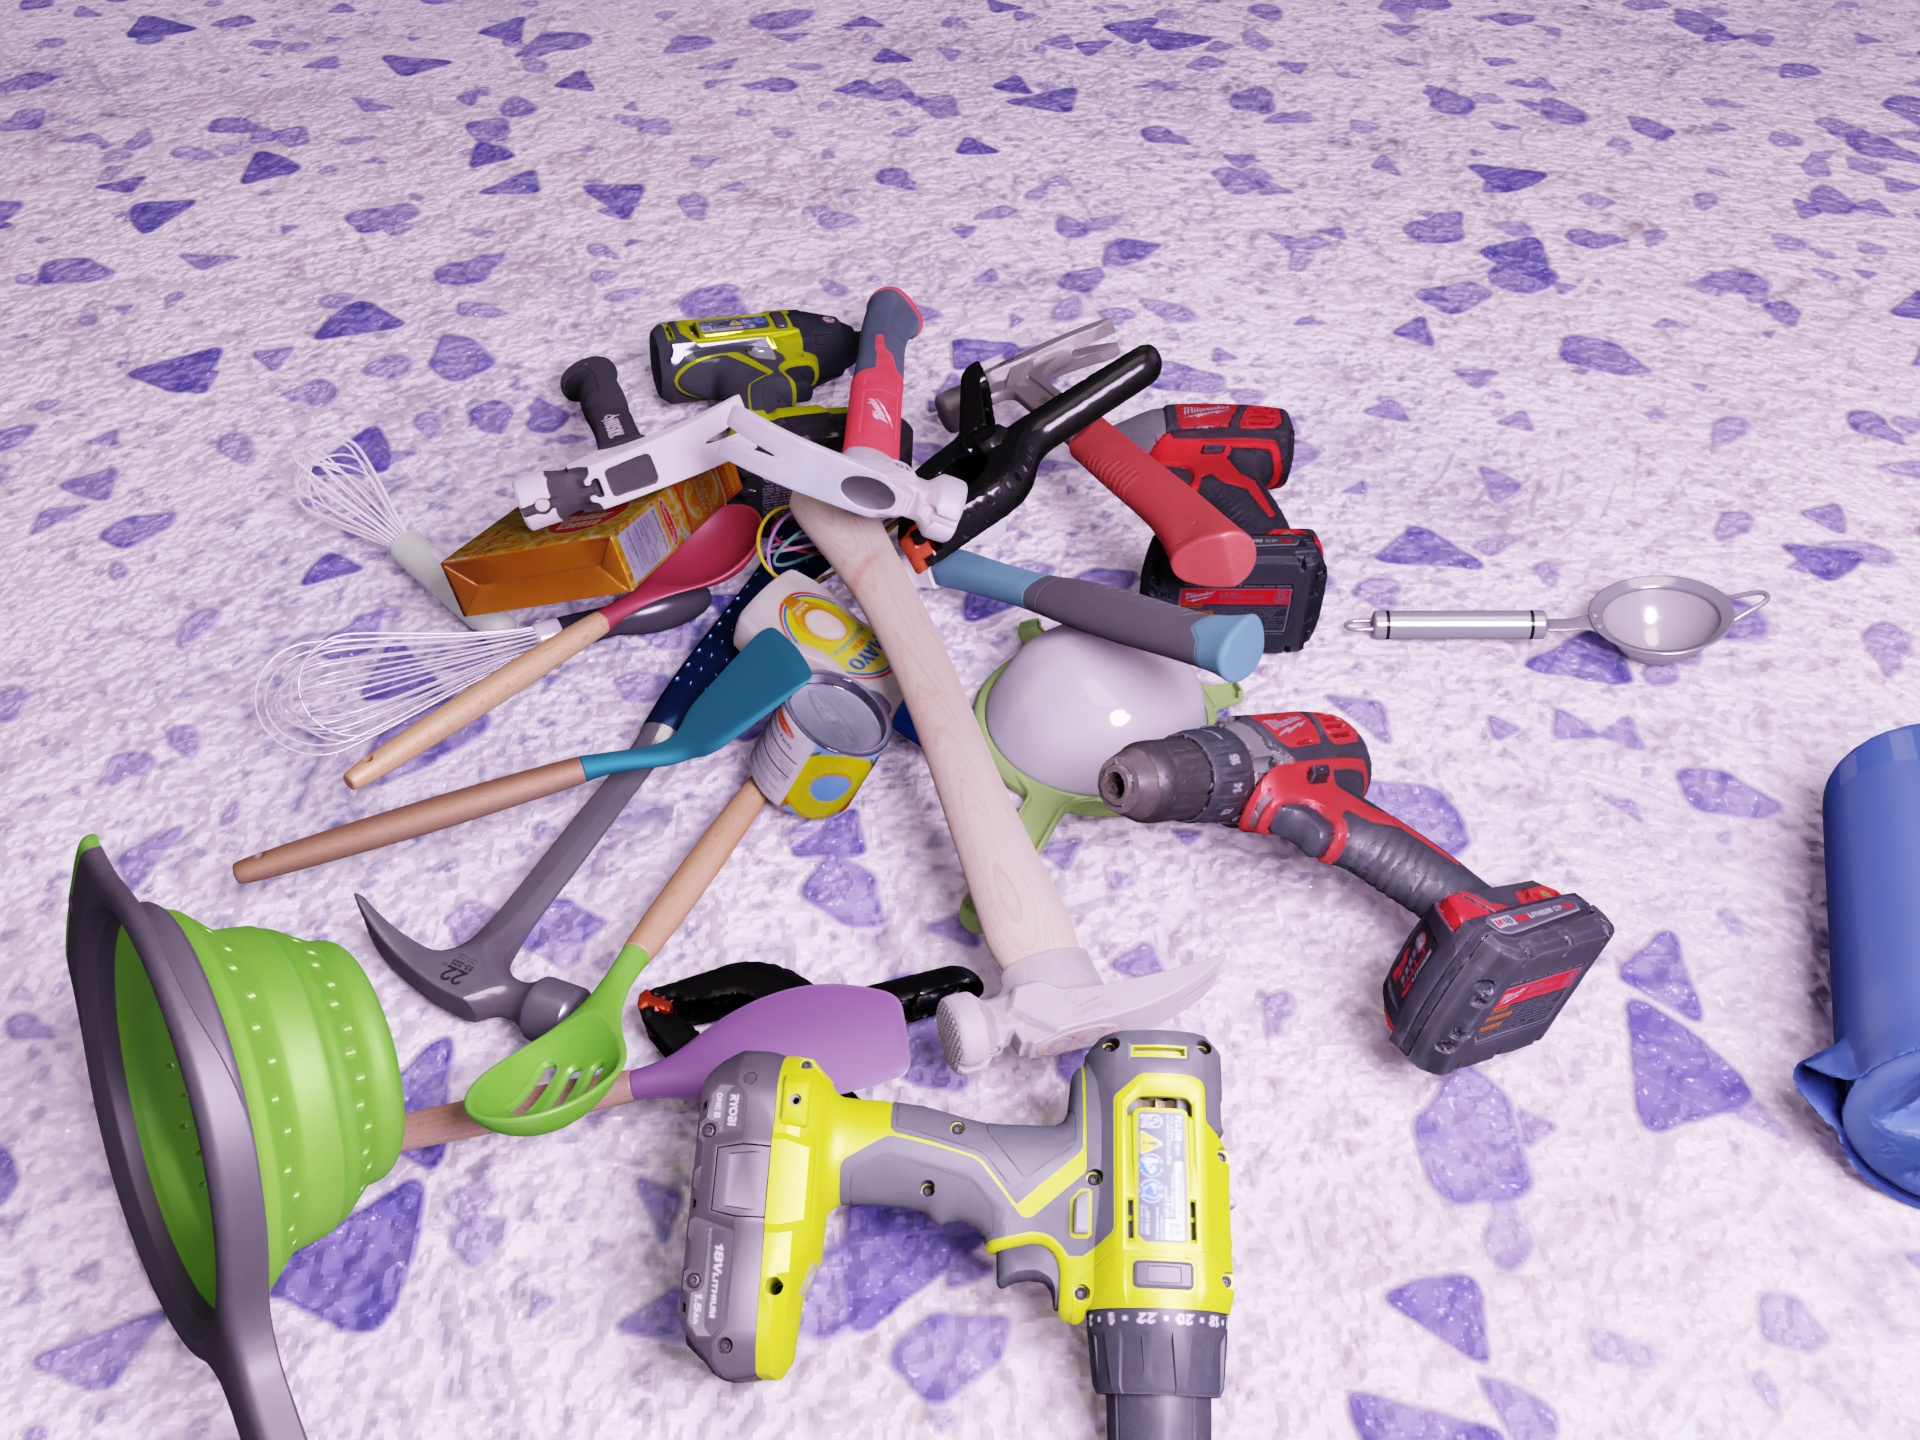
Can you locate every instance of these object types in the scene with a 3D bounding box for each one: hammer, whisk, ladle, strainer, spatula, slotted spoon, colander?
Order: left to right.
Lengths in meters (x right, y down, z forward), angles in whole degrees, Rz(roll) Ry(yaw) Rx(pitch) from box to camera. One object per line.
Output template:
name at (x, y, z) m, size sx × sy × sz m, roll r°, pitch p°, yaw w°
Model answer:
colander at (-0.265, 0.223, 0.657) m, size 0.094 × 0.204 × 0.397 m, roll -12°, pitch 61°, yaw -39°
whisk at (-0.376, -0.121, 1.069) m, size 0.246 × 0.057 × 0.059 m, roll 37°, pitch 89°, yaw 26°
whisk at (-0.286, -0.042, 0.984) m, size 0.284 × 0.070 × 0.070 m, roll -18°, pitch 47°, yaw -25°
spatula at (-0.235, 0.024, 0.869) m, size 0.317 × 0.044 × 0.082 m, roll -18°, pitch 31°, yaw -17°
ladle at (-0.234, -0.047, 0.952) m, size 0.069 × 0.031 × 0.315 m, roll 20°, pitch 44°, yaw 33°
spatula at (-0.181, 0.176, 0.755) m, size 0.316 × 0.018 × 0.060 m, roll -12°, pitch 54°, yaw -1°
hammer at (-0.234, -0.208, 1.085) m, size 0.146 × 0.035 × 0.335 m, roll -21°, pitch 26°, yaw -8°
hammer at (-0.187, 0.012, 0.940) m, size 0.144 × 0.035 × 0.406 m, roll 16°, pitch 46°, yaw 15°
slotted spoon at (-0.153, 0.105, 0.817) m, size 0.070 × 0.031 × 0.314 m, roll -3°, pitch 30°, yaw 21°
hammer at (-0.070, -0.230, 1.063) m, size 0.143 × 0.038 × 0.387 m, roll 19°, pitch 28°, yaw -11°
whisk at (-0.046, -0.146, 1.073) m, size 0.047 × 0.051 × 0.245 m, roll 44°, pitch 44°, yaw 17°
hammer at (-0.001, -0.003, 0.879) m, size 0.146 × 0.038 × 0.411 m, roll -11°, pitch 53°, yaw -18°
hammer at (0.058, -0.075, 0.950) m, size 0.128 × 0.033 × 0.331 m, roll -32°, pitch 29°, yaw -24°
strainer at (0.060, 0.014, 0.917) m, size 0.151 × 0.069 × 0.256 m, roll 18°, pitch 45°, yaw 17°
hammer at (0.106, -0.181, 1.055) m, size 0.149 × 0.036 × 0.359 m, roll -25°, pitch 34°, yaw -7°
strainer at (0.378, -0.061, 1.023) m, size 0.258 × 0.050 × 0.087 m, roll 0°, pitch 38°, yaw 8°

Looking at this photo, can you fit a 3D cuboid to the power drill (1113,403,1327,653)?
power drill at (0.165, -0.142, 1.079) m, size 0.143 × 0.078 × 0.220 m, roll 0°, pitch 41°, yaw -1°

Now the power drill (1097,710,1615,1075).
power drill at (0.194, 0.073, 0.818) m, size 0.187 × 0.080 × 0.227 m, roll -3°, pitch 37°, yaw -41°

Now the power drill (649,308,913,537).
power drill at (-0.122, -0.231, 1.164) m, size 0.171 × 0.080 × 0.223 m, roll -10°, pitch 42°, yaw -18°

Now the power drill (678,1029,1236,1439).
power drill at (0.003, 0.228, 0.676) m, size 0.228 × 0.080 × 0.191 m, roll 2°, pitch 66°, yaw 2°
